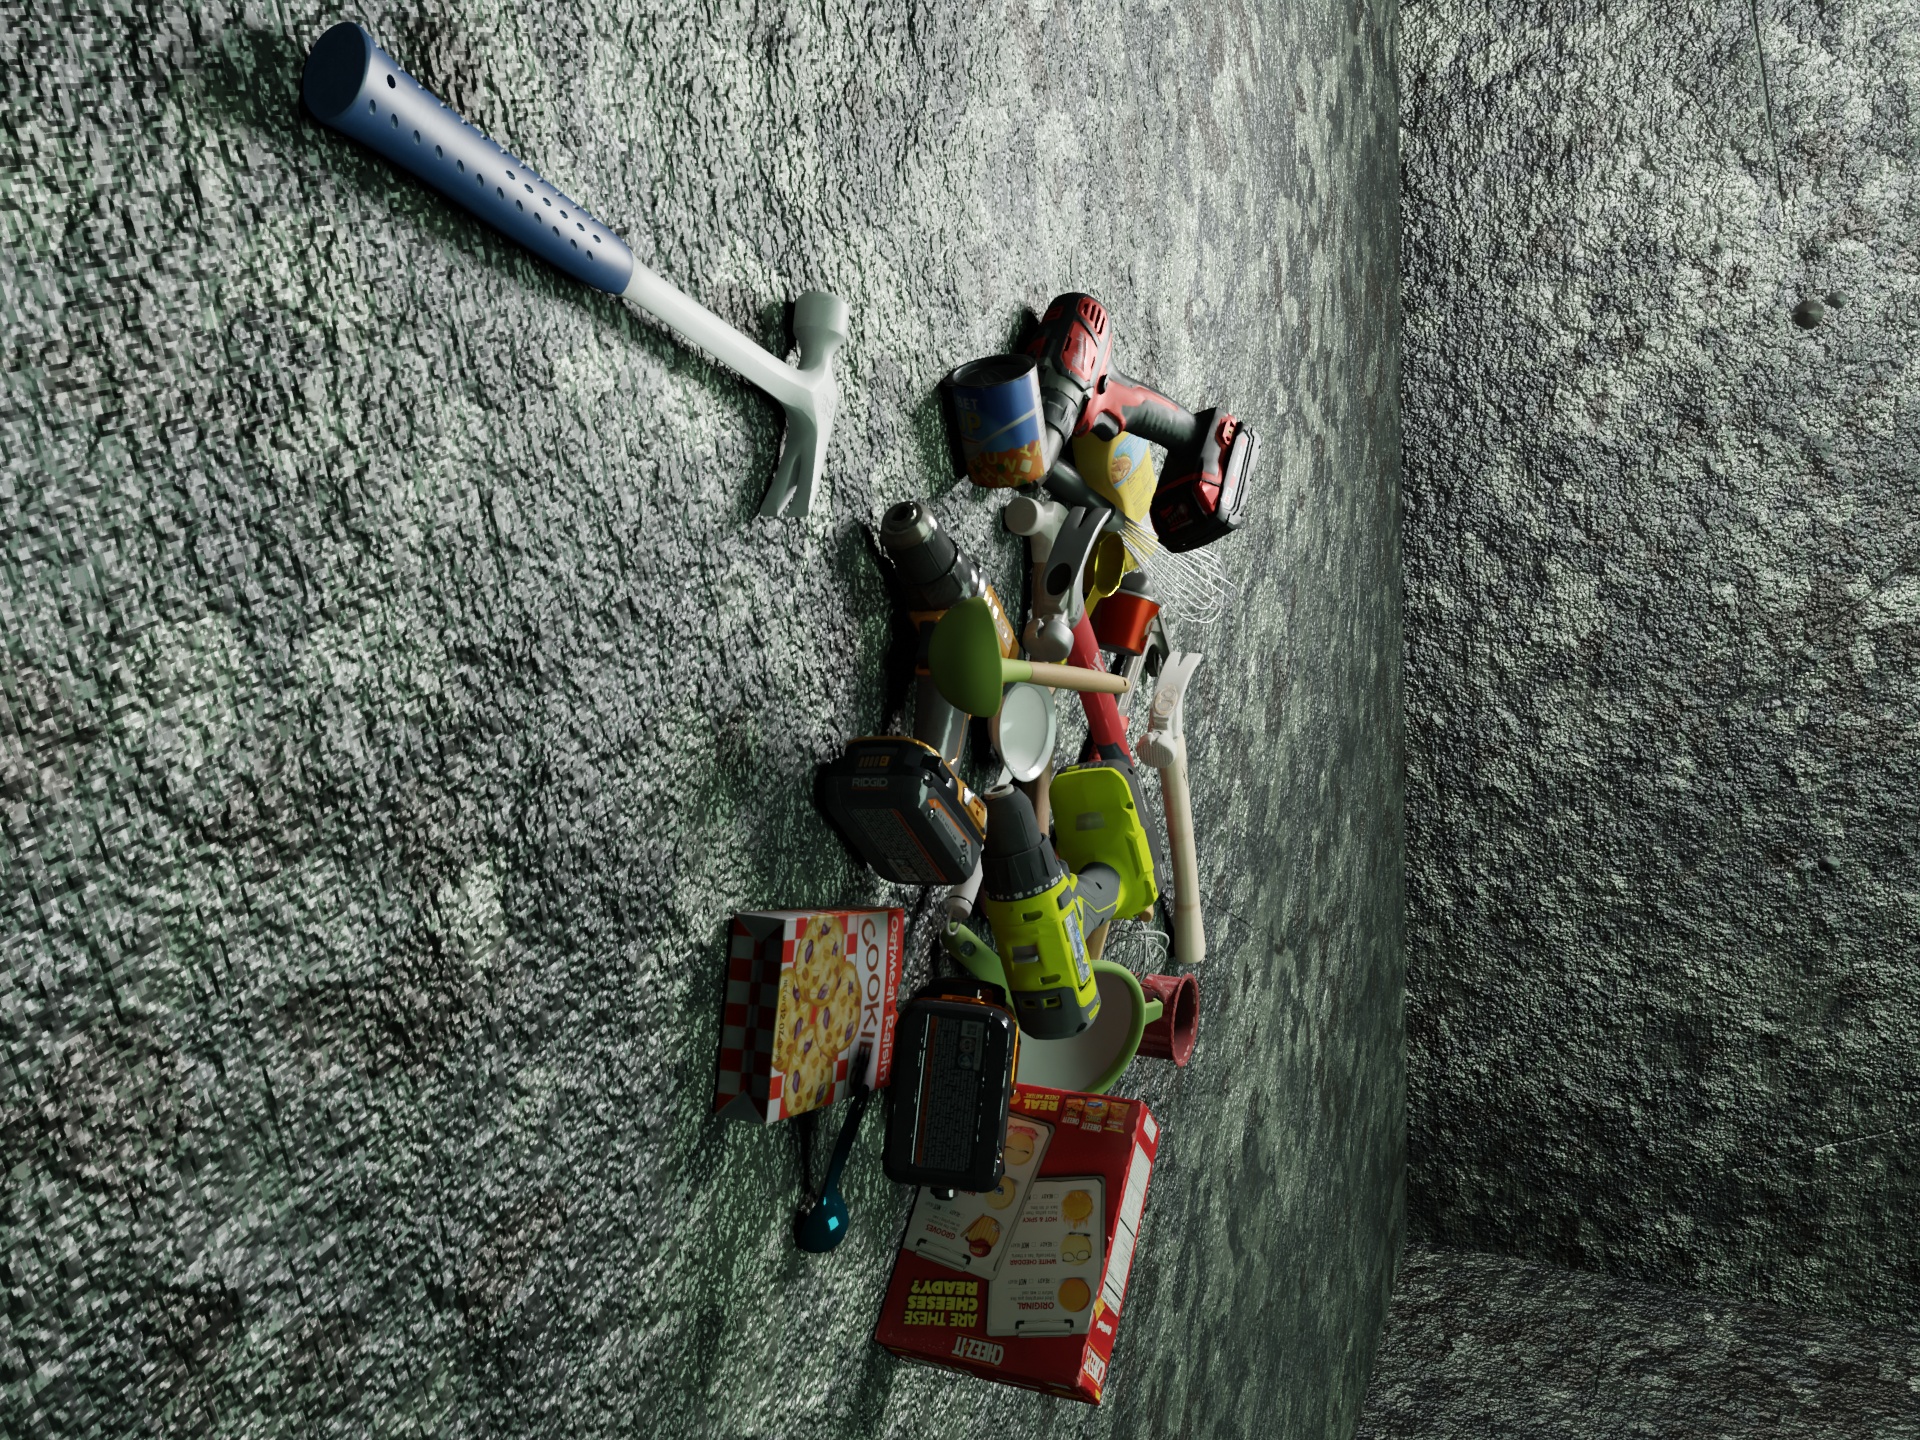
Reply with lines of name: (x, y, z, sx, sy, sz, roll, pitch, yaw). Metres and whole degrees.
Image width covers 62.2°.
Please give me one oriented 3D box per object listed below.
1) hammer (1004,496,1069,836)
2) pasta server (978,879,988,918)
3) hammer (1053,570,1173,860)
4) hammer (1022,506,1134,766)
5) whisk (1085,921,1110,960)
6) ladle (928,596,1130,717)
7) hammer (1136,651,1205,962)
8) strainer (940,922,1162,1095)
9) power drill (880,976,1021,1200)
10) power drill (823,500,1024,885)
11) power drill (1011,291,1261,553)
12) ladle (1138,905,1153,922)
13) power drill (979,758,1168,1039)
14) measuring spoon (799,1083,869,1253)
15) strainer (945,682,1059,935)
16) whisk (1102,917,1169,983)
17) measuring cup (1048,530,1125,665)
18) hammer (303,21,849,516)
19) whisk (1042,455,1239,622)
hammer: (0.069, -0.020, 1.364, 0.130, 0.031, 0.331, -2, 95, -65)
pasta server: (0.075, 0.197, 1.397, 0.060, 0.040, 0.315, -63, 150, -18)
hammer: (0.143, 0.031, 1.527, 0.149, 0.037, 0.359, 67, 35, -44)
hammer: (0.129, -0.011, 1.373, 0.385, 0.038, 0.143, 66, 37, -51)
whisk: (0.132, 0.159, 1.434, 0.051, 0.047, 0.244, -62, 166, -44)
ladle: (0.067, -0.036, 1.132, 0.320, 0.062, 0.078, 4, 76, -62)
hammer: (0.238, 0.114, 1.701, 0.410, 0.038, 0.146, 77, 27, -44)
strainer: (0.050, 0.228, 1.325, 0.151, 0.069, 0.256, -48, 127, -5)
power drill: (-0.005, 0.267, 1.117, 0.226, 0.084, 0.164, 77, 19, -83)
power drill: (-0.025, -0.023, 1.103, 0.185, 0.084, 0.226, 59, 37, -48)
power drill: (0.137, -0.230, 1.340, 0.226, 0.080, 0.188, 32, 62, -25)
ladle: (0.168, 0.149, 1.497, 0.315, 0.031, 0.069, -55, 151, -83)
power drill: (0.083, 0.114, 1.240, 0.228, 0.080, 0.190, -39, 116, -61)
measuring spoon: (-0.075, 0.299, 1.050, 0.042, 0.021, 0.128, -13, 124, -61)
strainer: (0.027, 0.058, 1.254, 0.086, 0.050, 0.259, 57, 42, -40)
whisk: (0.143, 0.250, 1.457, 0.246, 0.059, 0.058, 101, -20, -55)
measuring cup: (0.095, -0.096, 1.353, 0.156, 0.029, 0.062, -61, 146, -21)
hammer: (-0.167, -0.219, 0.811, 0.405, 0.035, 0.144, 21, 74, -65)
whisk: (0.154, -0.165, 1.426, 0.284, 0.070, 0.070, 31, 63, -38)
